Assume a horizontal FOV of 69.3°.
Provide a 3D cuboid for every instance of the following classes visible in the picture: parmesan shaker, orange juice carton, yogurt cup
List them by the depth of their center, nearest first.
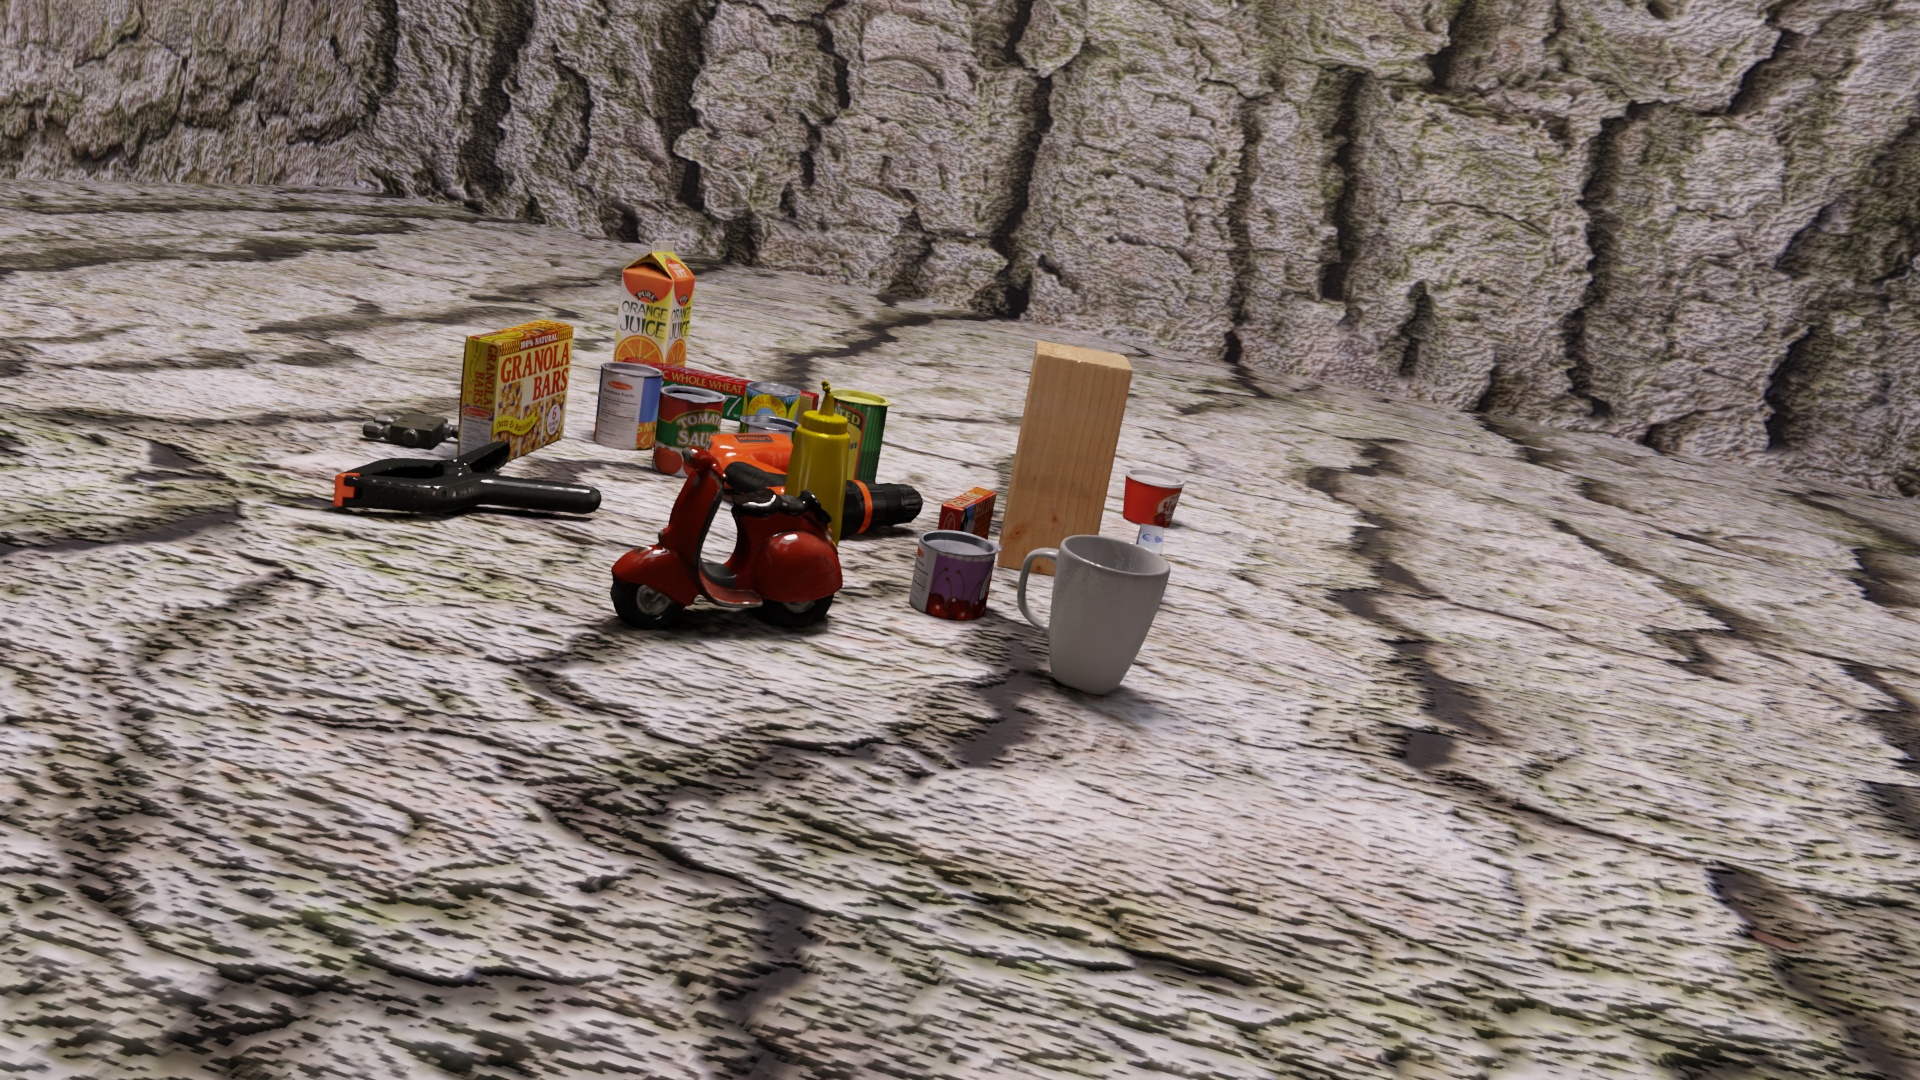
[{"bbox_3d":[-0.114,-0.102,1.468,0.071,0.102,0.071,9,15,-3],"label":"parmesan shaker"},{"bbox_3d":[0.215,-0.048,1.573,0.072,0.053,0.072,9,15,-3],"label":"yogurt cup"},{"bbox_3d":[-0.392,-0.289,1.785,0.073,0.192,0.072,13,15,10],"label":"orange juice carton"}]

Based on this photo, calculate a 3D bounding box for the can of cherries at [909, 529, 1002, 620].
[{"bbox_3d":[-0.004,0.029,1.159,0.071,0.058,0.072,9,15,-3],"label":"can of cherries"}]

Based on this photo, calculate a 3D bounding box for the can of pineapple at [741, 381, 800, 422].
[{"bbox_3d":[-0.228,-0.155,1.665,0.071,0.057,0.071,9,15,-3],"label":"can of pineapple"}]

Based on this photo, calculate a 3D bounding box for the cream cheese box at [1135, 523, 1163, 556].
[{"bbox_3d":[0.173,0.023,1.301,0.024,0.053,0.104,12,16,6],"label":"cream cheese box"}]

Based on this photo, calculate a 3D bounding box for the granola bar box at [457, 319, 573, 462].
[{"bbox_3d":[-0.445,-0.150,1.392,0.039,0.123,0.166,12,16,6],"label":"granola bar box"}]

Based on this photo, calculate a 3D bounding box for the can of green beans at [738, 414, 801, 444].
[{"bbox_3d":[-0.206,-0.099,1.482,0.071,0.057,0.071,9,15,-3],"label":"can of green beans"}]

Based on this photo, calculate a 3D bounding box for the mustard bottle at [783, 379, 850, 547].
[{"bbox_3d":[-0.124,-0.060,1.210,0.049,0.159,0.065,4,16,-23],"label":"mustard bottle"}]

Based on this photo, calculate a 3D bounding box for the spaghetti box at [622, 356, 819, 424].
[{"bbox_3d":[-0.302,-0.180,1.722,0.250,0.050,0.029,12,15,5],"label":"spaghetti box"}]

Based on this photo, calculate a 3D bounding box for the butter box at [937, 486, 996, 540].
[{"bbox_3d":[0.005,-0.017,1.335,0.024,0.053,0.104,15,16,16],"label":"butter box"}]

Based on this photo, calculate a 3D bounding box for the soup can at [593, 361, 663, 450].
[{"bbox_3d":[-0.359,-0.146,1.506,0.071,0.083,0.071,9,15,-3],"label":"soup can"}]

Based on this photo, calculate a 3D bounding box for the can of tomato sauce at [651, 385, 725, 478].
[{"bbox_3d":[-0.280,-0.111,1.434,0.071,0.082,0.071,9,15,-3],"label":"can of tomato sauce"}]
